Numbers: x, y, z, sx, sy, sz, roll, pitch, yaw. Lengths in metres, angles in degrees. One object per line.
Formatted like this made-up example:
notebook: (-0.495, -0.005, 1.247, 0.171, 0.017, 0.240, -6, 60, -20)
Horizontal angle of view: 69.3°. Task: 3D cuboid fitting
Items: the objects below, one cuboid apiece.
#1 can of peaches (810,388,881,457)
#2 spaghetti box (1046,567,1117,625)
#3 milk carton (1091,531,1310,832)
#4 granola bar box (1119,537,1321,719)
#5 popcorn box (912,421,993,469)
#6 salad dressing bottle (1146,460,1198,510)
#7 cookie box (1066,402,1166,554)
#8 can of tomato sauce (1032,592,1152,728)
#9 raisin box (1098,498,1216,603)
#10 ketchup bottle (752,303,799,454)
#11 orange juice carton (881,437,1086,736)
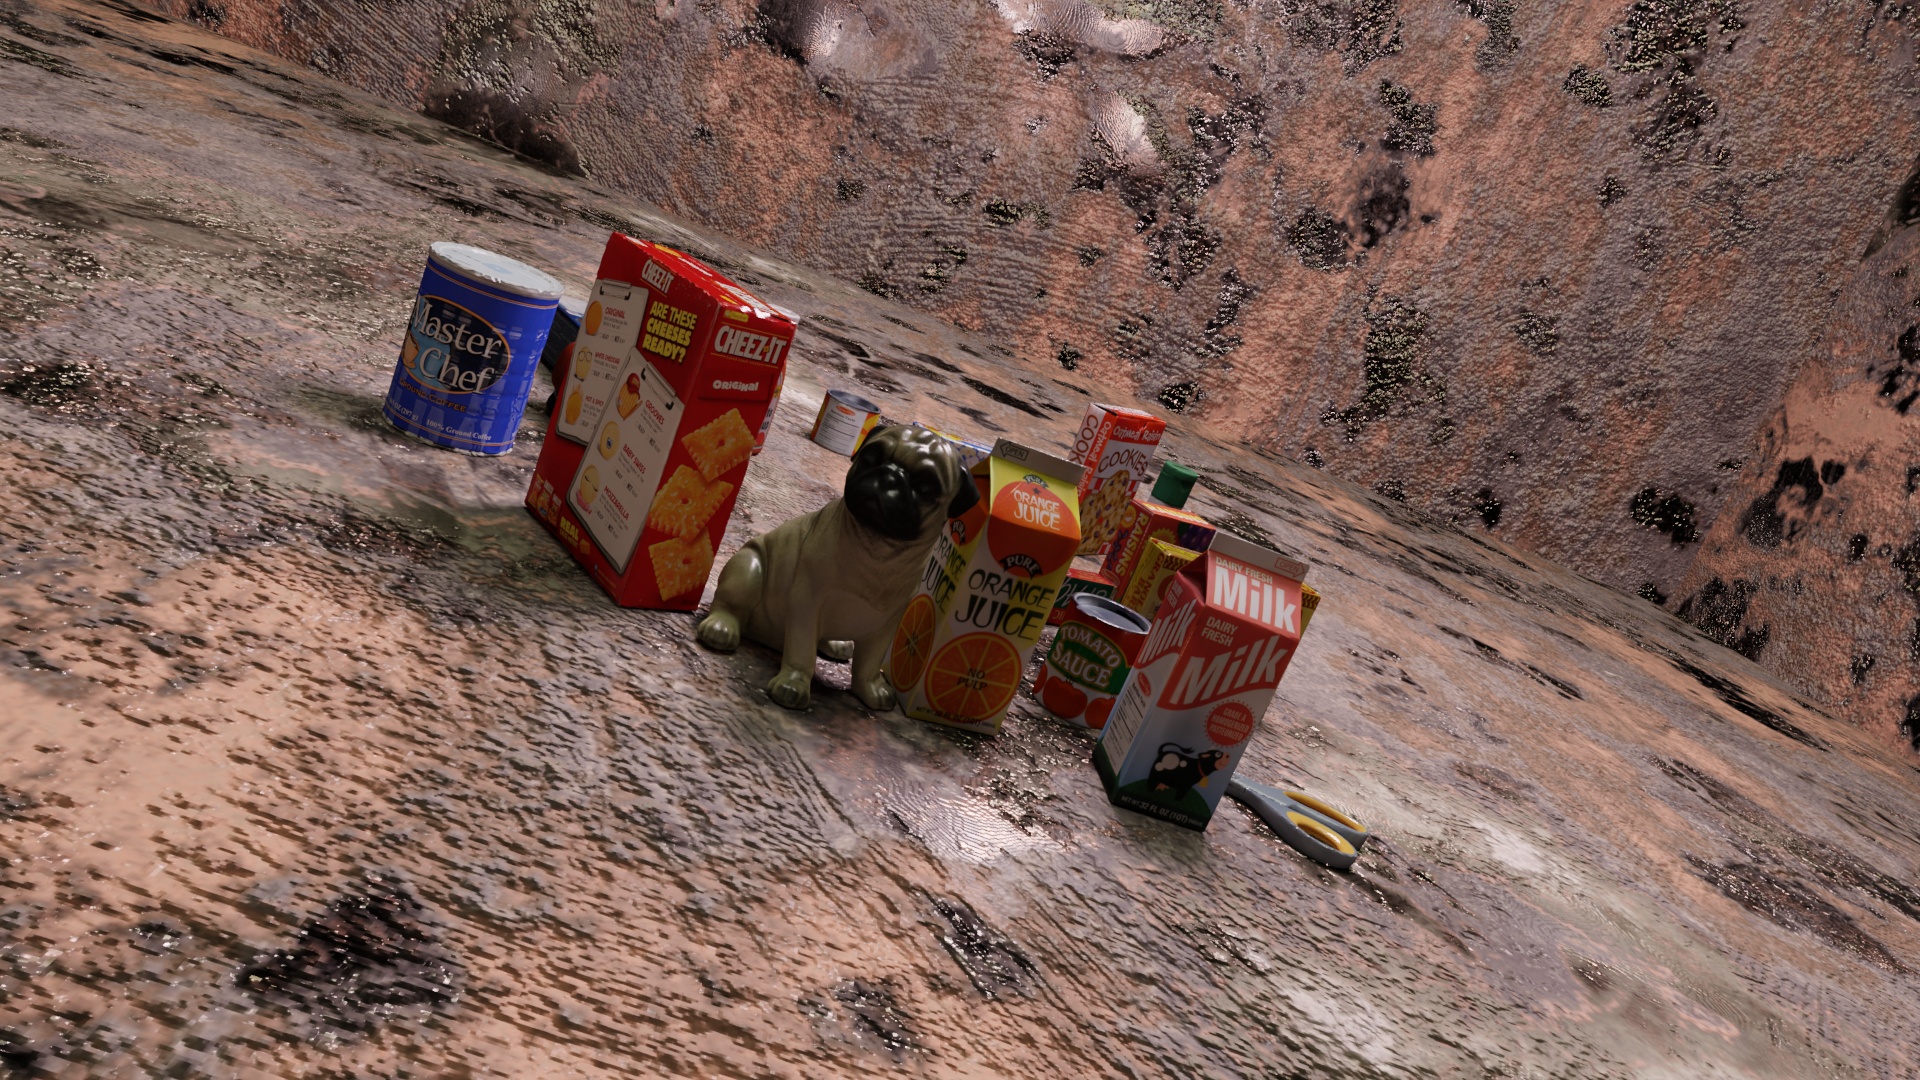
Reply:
can of peaches: (-0.129, -0.132, 1.570, 0.071, 0.058, 0.071, 21, 14, -5)
spaghetti box: (0.030, 0.037, 1.206, 0.250, 0.050, 0.029, 12, 17, -36)
milk carton: (0.163, 0.089, 0.932, 0.072, 0.190, 0.073, 20, 14, -12)
granola bar box: (0.209, 0.077, 1.180, 0.165, 0.124, 0.039, 15, 16, -27)
popcorn box: (-0.004, -0.064, 1.454, 0.127, 0.085, 0.038, 17, 15, -20)
salad dressing bottle: (0.197, -0.008, 1.424, 0.064, 0.147, 0.044, 14, 16, -31)
cookie box: (0.155, -0.065, 1.529, 0.040, 0.167, 0.123, 30, 16, 29)
can of tomato sauce: (0.098, 0.091, 1.048, 0.071, 0.083, 0.071, 21, 14, -5)
raisin box: (0.177, 0.029, 1.307, 0.086, 0.123, 0.040, 13, 17, -34)
ketchup bottle: (-0.202, -0.160, 1.377, 0.043, 0.148, 0.065, 30, 16, 30)
orange juice carton: (0.019, 0.027, 0.940, 0.072, 0.192, 0.073, 16, 15, -24)
